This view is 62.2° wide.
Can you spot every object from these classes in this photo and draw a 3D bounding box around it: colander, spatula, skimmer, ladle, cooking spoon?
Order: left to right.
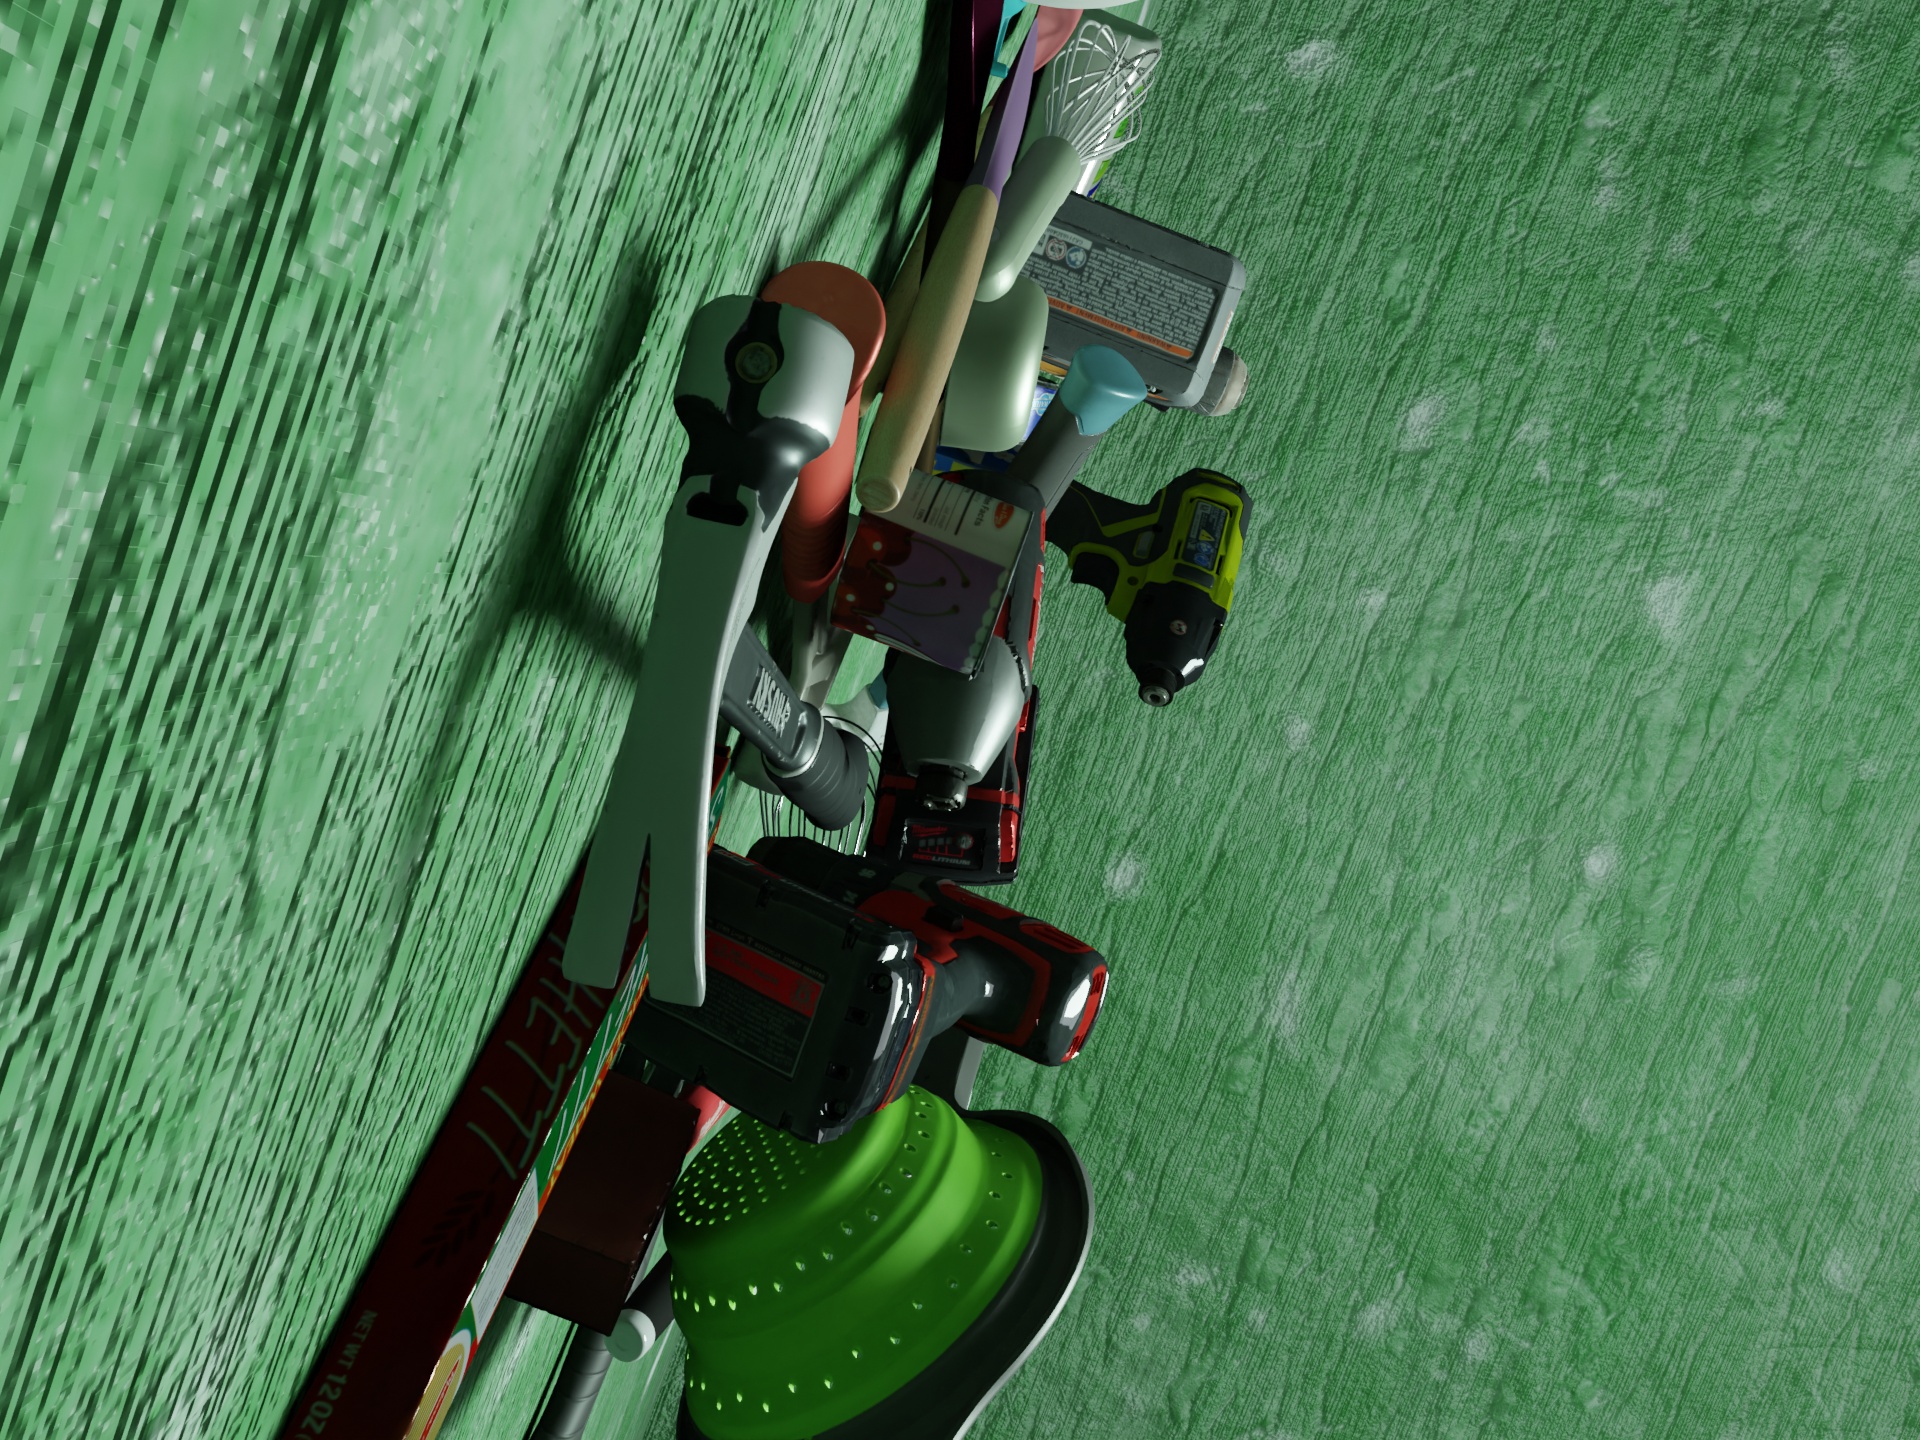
[{"bbox_3d":[-0.081,0.252,0.896,0.363,0.090,0.127,-31,111,-73],"label":"skimmer"},{"bbox_3d":[-0.041,0.179,0.733,0.204,0.094,0.397,-27,-165,20],"label":"colander"},{"bbox_3d":[-0.006,-0.199,0.642,0.318,0.017,0.069,100,4,-50],"label":"cooking spoon"},{"bbox_3d":[0.003,-0.169,0.548,0.316,0.018,0.059,-76,-178,-46],"label":"spatula"},{"bbox_3d":[0.007,-0.262,0.735,0.069,0.031,0.316,94,16,-63],"label":"ladle"}]

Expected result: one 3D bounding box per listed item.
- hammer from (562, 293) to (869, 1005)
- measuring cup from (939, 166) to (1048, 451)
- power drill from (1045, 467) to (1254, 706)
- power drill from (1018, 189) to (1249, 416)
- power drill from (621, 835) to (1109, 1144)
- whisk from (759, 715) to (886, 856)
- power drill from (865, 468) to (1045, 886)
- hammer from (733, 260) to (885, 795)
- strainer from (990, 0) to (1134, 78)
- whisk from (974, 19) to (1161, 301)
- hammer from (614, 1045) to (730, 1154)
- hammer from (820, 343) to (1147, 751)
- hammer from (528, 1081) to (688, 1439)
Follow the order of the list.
[{"bbox_3d":[-0.056,0.009,0.521,0.409,0.036,0.149,93,10,-82],"label":"hammer"},{"bbox_3d":[0.023,-0.188,0.695,0.083,0.038,0.168,101,1,-57],"label":"measuring cup"},{"bbox_3d":[0.057,-0.106,0.961,0.080,0.223,0.171,109,1,-54],"label":"power drill"},{"bbox_3d":[0.087,-0.211,0.857,0.226,0.185,0.084,-115,-135,-79],"label":"power drill"},{"bbox_3d":[-0.055,0.094,0.670,0.226,0.188,0.080,10,100,-65],"label":"power drill"},{"bbox_3d":[-0.082,0.138,0.827,0.070,0.070,0.285,109,-15,-83],"label":"whisk"},{"bbox_3d":[-0.001,-0.002,0.726,0.219,0.078,0.143,94,3,-68],"label":"power drill"},{"bbox_3d":[-0.053,-0.078,0.622,0.359,0.036,0.149,111,-1,-74],"label":"hammer"},{"bbox_3d":[0.099,-0.408,0.590,0.340,0.095,0.211,113,-3,-64],"label":"strainer"},{"bbox_3d":[0.043,-0.246,0.695,0.059,0.058,0.246,61,35,-31],"label":"whisk"},{"bbox_3d":[-0.119,0.181,0.919,0.386,0.038,0.143,-37,147,-74],"label":"hammer"},{"bbox_3d":[0.006,-0.073,0.818,0.128,0.033,0.331,-15,157,-32],"label":"hammer"},{"bbox_3d":[-0.192,0.299,0.996,0.146,0.035,0.335,108,2,-69],"label":"hammer"}]
